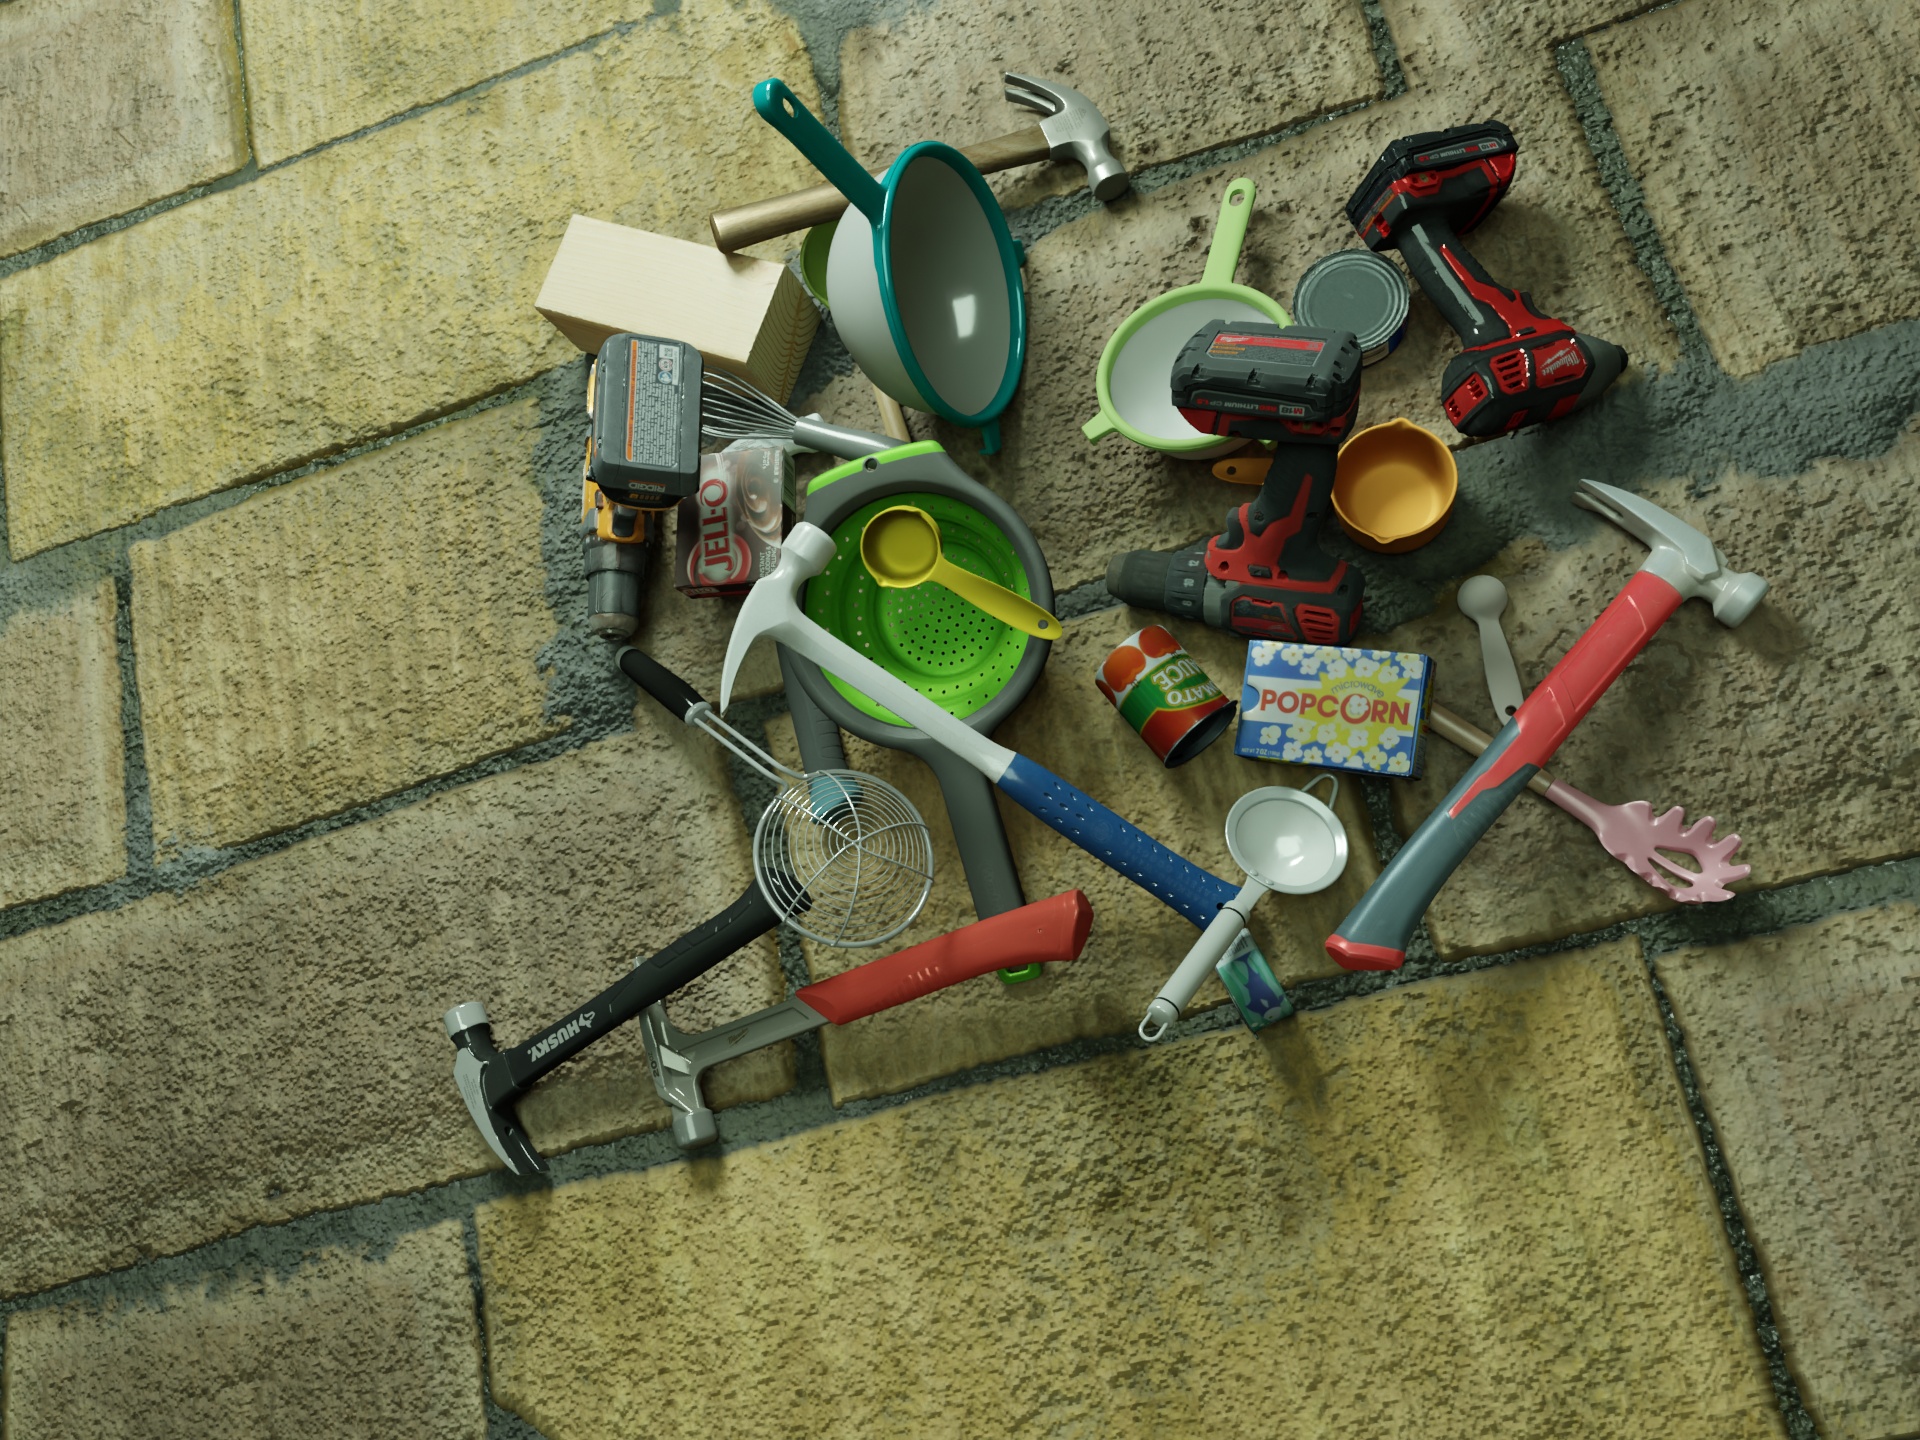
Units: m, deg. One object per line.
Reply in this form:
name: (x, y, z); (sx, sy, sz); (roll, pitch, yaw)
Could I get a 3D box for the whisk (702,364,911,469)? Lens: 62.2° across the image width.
whisk: (-0.125, -0.232, 1.259); (0.239, 0.055, 0.055); (18, 82, 14)

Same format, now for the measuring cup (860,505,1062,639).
measuring cup: (0.003, -0.100, 1.122); (0.156, 0.029, 0.062); (28, 108, -3)

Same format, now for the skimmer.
skimmer: (-0.159, 0.042, 1.193); (0.127, 0.090, 0.364); (-32, 41, -24)

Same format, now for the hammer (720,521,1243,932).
hammer: (0.019, 0.032, 1.102); (0.405, 0.035, 0.144); (33, 80, -4)

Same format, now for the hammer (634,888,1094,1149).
hammer: (-0.074, 0.188, 1.155); (0.359, 0.036, 0.149); (-23, 72, 17)

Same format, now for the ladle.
ladle: (-0.058, -0.264, 1.276); (0.078, 0.062, 0.320); (-15, 75, -10)

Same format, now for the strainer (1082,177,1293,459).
strainer: (0.196, -0.296, 1.213); (0.151, 0.069, 0.256); (6, 65, 24)

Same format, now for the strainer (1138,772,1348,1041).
strainer: (0.186, 0.126, 1.068); (0.087, 0.050, 0.258); (33, 51, 16)

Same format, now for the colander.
colander: (-0.002, -0.004, 1.187); (0.204, 0.094, 0.397); (-16, 91, 14)

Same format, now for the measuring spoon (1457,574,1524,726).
measuring spoon: (0.373, -0.050, 1.106); (0.034, 0.018, 0.124); (-9, 62, 10)

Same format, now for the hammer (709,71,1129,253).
hammer: (-0.040, -0.438, 1.279); (0.331, 0.031, 0.130); (-18, 68, -8)

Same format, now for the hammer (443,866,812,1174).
hammer: (-0.245, 0.211, 1.185); (0.334, 0.035, 0.146); (-34, 68, 18)

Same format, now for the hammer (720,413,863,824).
hammer: (-0.133, -0.079, 1.262); (0.128, 0.033, 0.331); (-18, 72, 10)

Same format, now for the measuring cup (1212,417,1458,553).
measuring cup: (0.273, -0.169, 1.160); (0.174, 0.052, 0.095); (7, 79, 19)

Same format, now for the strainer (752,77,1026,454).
strainer: (-0.070, -0.344, 1.163); (0.095, 0.340, 0.211); (-4, 69, 31)

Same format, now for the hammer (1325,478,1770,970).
hammer: (0.364, 0.007, 1.061); (0.143, 0.038, 0.386); (40, 79, 20)

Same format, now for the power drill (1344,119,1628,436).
power drill: (0.381, -0.313, 1.139); (0.143, 0.078, 0.220); (-17, 75, -19)

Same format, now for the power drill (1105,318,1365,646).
power drill: (0.189, -0.157, 1.106); (0.188, 0.226, 0.080); (10, 41, 22)

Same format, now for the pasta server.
pasta server: (0.380, 0.028, 1.087); (0.316, 0.040, 0.060); (35, 76, 22)

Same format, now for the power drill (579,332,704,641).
power drill: (-0.256, -0.175, 1.232); (0.084, 0.226, 0.185); (5, 75, -19)
